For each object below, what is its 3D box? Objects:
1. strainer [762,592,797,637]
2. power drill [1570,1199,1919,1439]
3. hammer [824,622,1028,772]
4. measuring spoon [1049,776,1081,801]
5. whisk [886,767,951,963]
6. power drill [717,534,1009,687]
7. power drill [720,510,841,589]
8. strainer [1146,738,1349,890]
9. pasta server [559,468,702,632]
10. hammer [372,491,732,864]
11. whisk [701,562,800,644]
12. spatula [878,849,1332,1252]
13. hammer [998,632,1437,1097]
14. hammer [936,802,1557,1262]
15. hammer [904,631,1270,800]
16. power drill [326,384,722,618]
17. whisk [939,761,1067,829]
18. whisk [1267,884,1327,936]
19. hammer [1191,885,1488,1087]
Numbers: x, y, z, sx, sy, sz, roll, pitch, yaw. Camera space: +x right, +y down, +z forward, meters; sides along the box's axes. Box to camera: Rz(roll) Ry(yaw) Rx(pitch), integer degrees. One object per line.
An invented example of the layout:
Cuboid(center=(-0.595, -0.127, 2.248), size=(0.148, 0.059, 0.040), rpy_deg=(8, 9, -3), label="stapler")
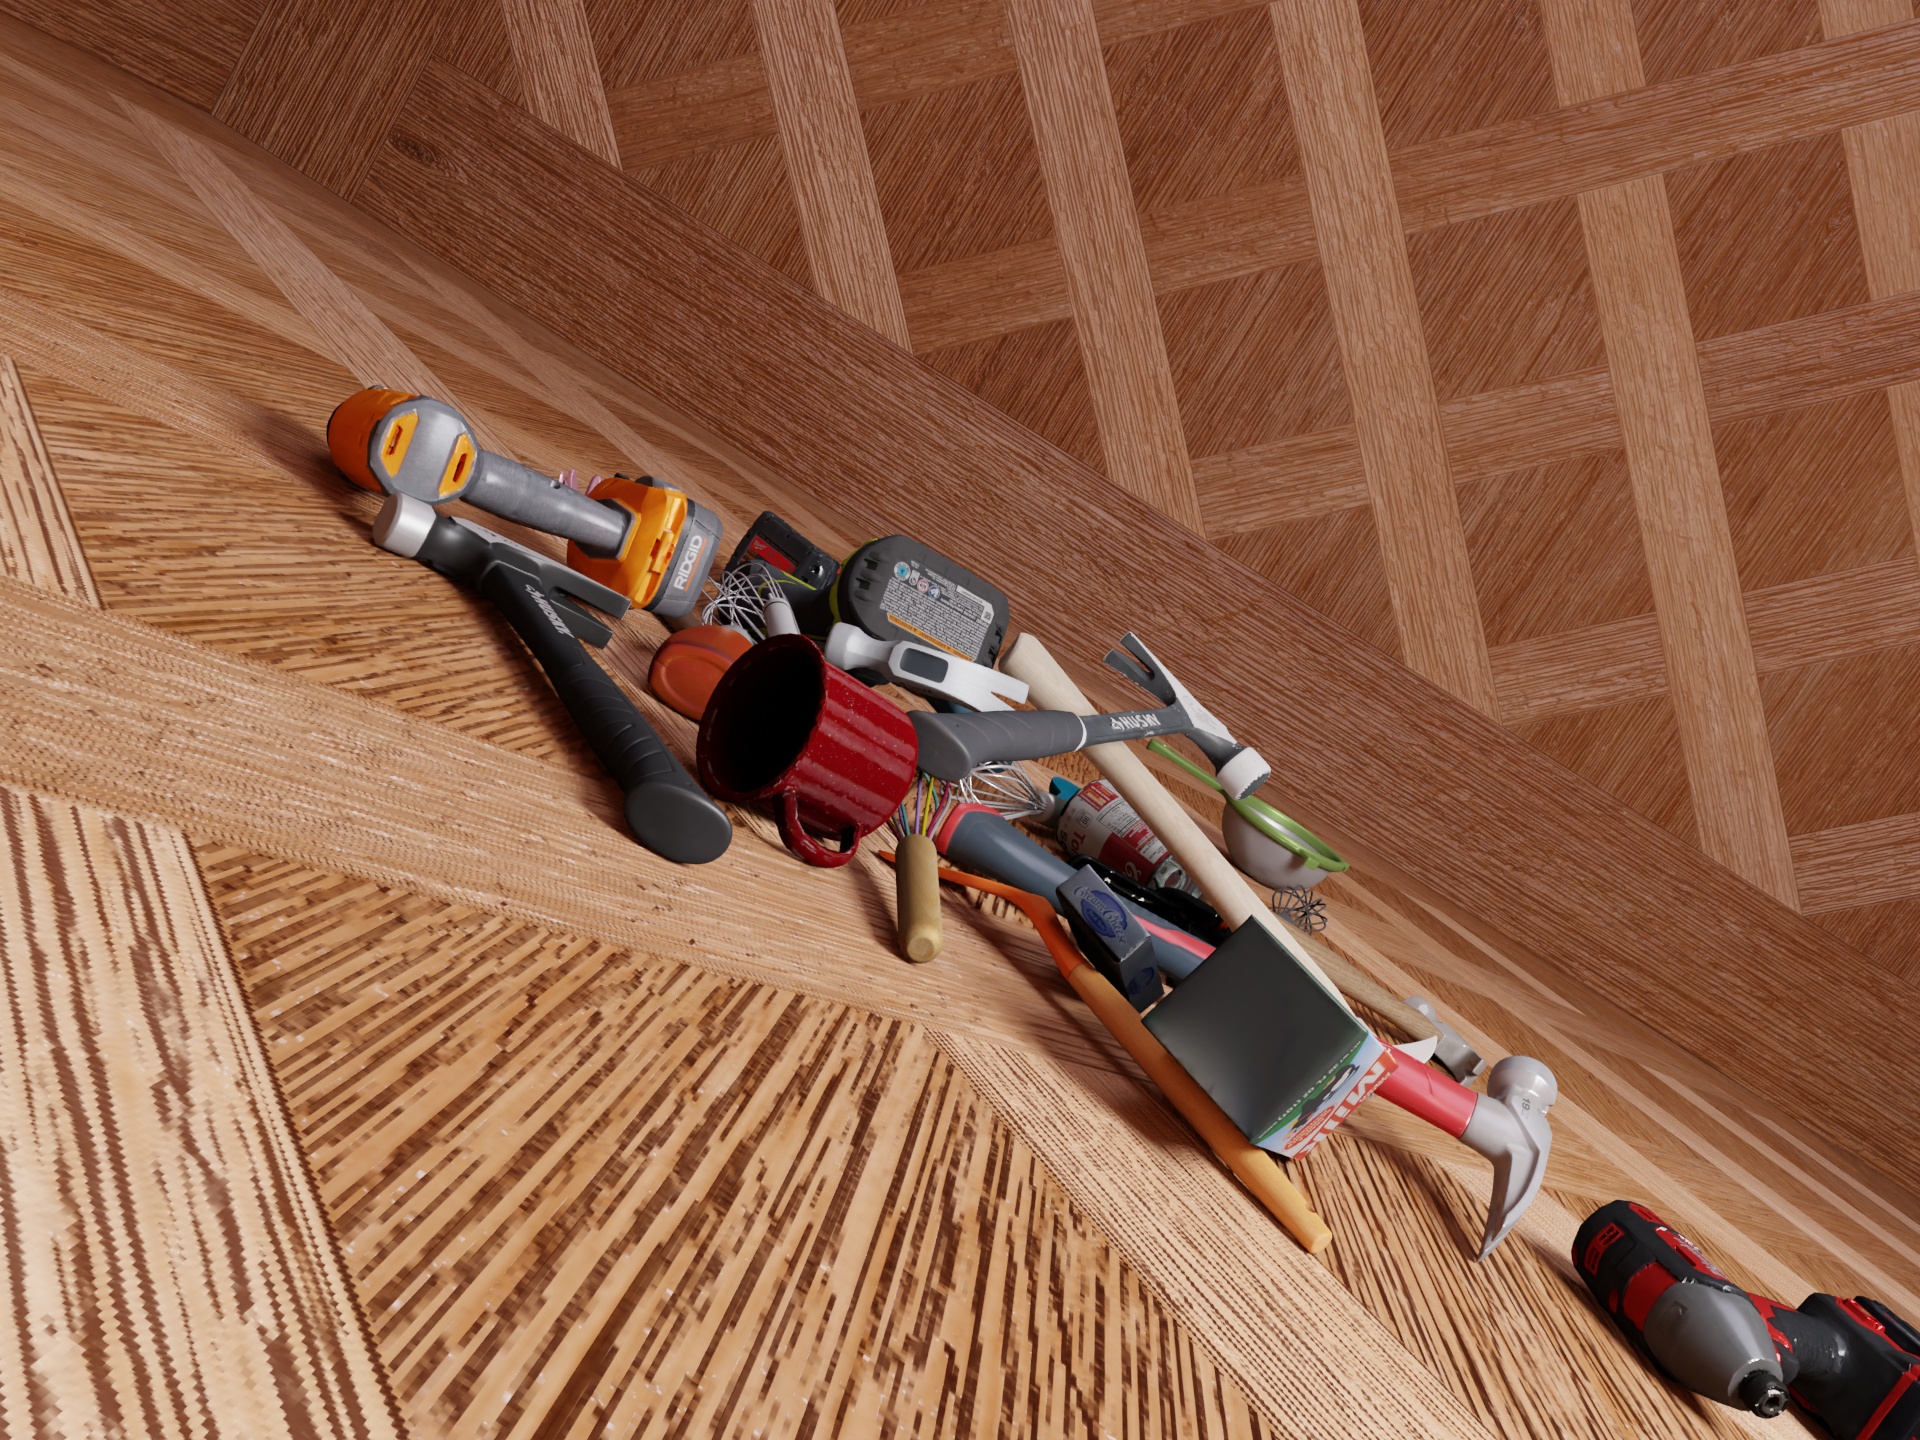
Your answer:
Cuboid(center=(-0.104, -0.023, 0.993), size=(0.086, 0.050, 0.259), rpy_deg=(55, 6, -30), label="strainer")
Cuboid(center=(0.456, 0.352, 0.874), size=(0.219, 0.078, 0.143), rpy_deg=(27, 9, -17), label="power drill")
Cuboid(center=(-0.002, -0.004, 1.174), size=(0.128, 0.033, 0.330), rpy_deg=(16, -8, 12), label="hammer")
Cuboid(center=(0.082, 0.077, 1.343), size=(0.042, 0.021, 0.128), rpy_deg=(34, 17, 5), label="measuring spoon")
Cuboid(center=(-0.026, 0.064, 0.847), size=(0.245, 0.047, 0.051), rpy_deg=(-99, 167, -68), label="whisk")
Cuboid(center=(-0.068, -0.073, 1.225), size=(0.171, 0.080, 0.223), rpy_deg=(27, -15, -29), label="power drill")
Cuboid(center=(-0.117, -0.112, 1.501), size=(0.226, 0.080, 0.188), rpy_deg=(28, 8, -47), label="power drill")
Cuboid(center=(0.295, 0.112, 1.740), size=(0.256, 0.069, 0.151), rpy_deg=(35, 11, 25), label="strainer")
Cuboid(center=(-0.234, -0.113, 1.181), size=(0.060, 0.040, 0.317), rpy_deg=(10, 21, -38), label="pasta server")
Cuboid(center=(-0.189, -0.022, 0.799), size=(0.146, 0.035, 0.335), rpy_deg=(25, 11, -40), label="hammer")
Cuboid(center=(-0.111, -0.027, 1.085), size=(0.070, 0.070, 0.285), rpy_deg=(25, 15, -43), label="whisk")
Cuboid(center=(0.069, 0.150, 0.800), size=(0.081, 0.041, 0.323), rpy_deg=(23, 16, -45), label="spatula")
Cuboid(center=(0.162, 0.087, 1.097), size=(0.146, 0.038, 0.411), rpy_deg=(7, 38, -52), label="hammer")
Cuboid(center=(0.150, 0.160, 0.916), size=(0.386, 0.038, 0.143), rpy_deg=(28, 35, 13), label="hammer")
Cuboid(center=(0.078, 0.002, 1.028), size=(0.149, 0.036, 0.408), rpy_deg=(49, 23, 19), label="hammer")
Cuboid(center=(-0.283, -0.144, 1.001), size=(0.226, 0.084, 0.164), rpy_deg=(21, 0, -39), label="power drill")
Cuboid(center=(0.057, 0.065, 1.210), size=(0.246, 0.059, 0.058), rpy_deg=(27, 45, -58), label="whisk")
Cuboid(center=(0.273, 0.173, 1.365), size=(0.055, 0.055, 0.239), rpy_deg=(35, 13, 19), label="whisk")
Cuboid(center=(0.303, 0.204, 1.258), size=(0.331, 0.031, 0.130), rpy_deg=(33, 8, -28), label="hammer")
